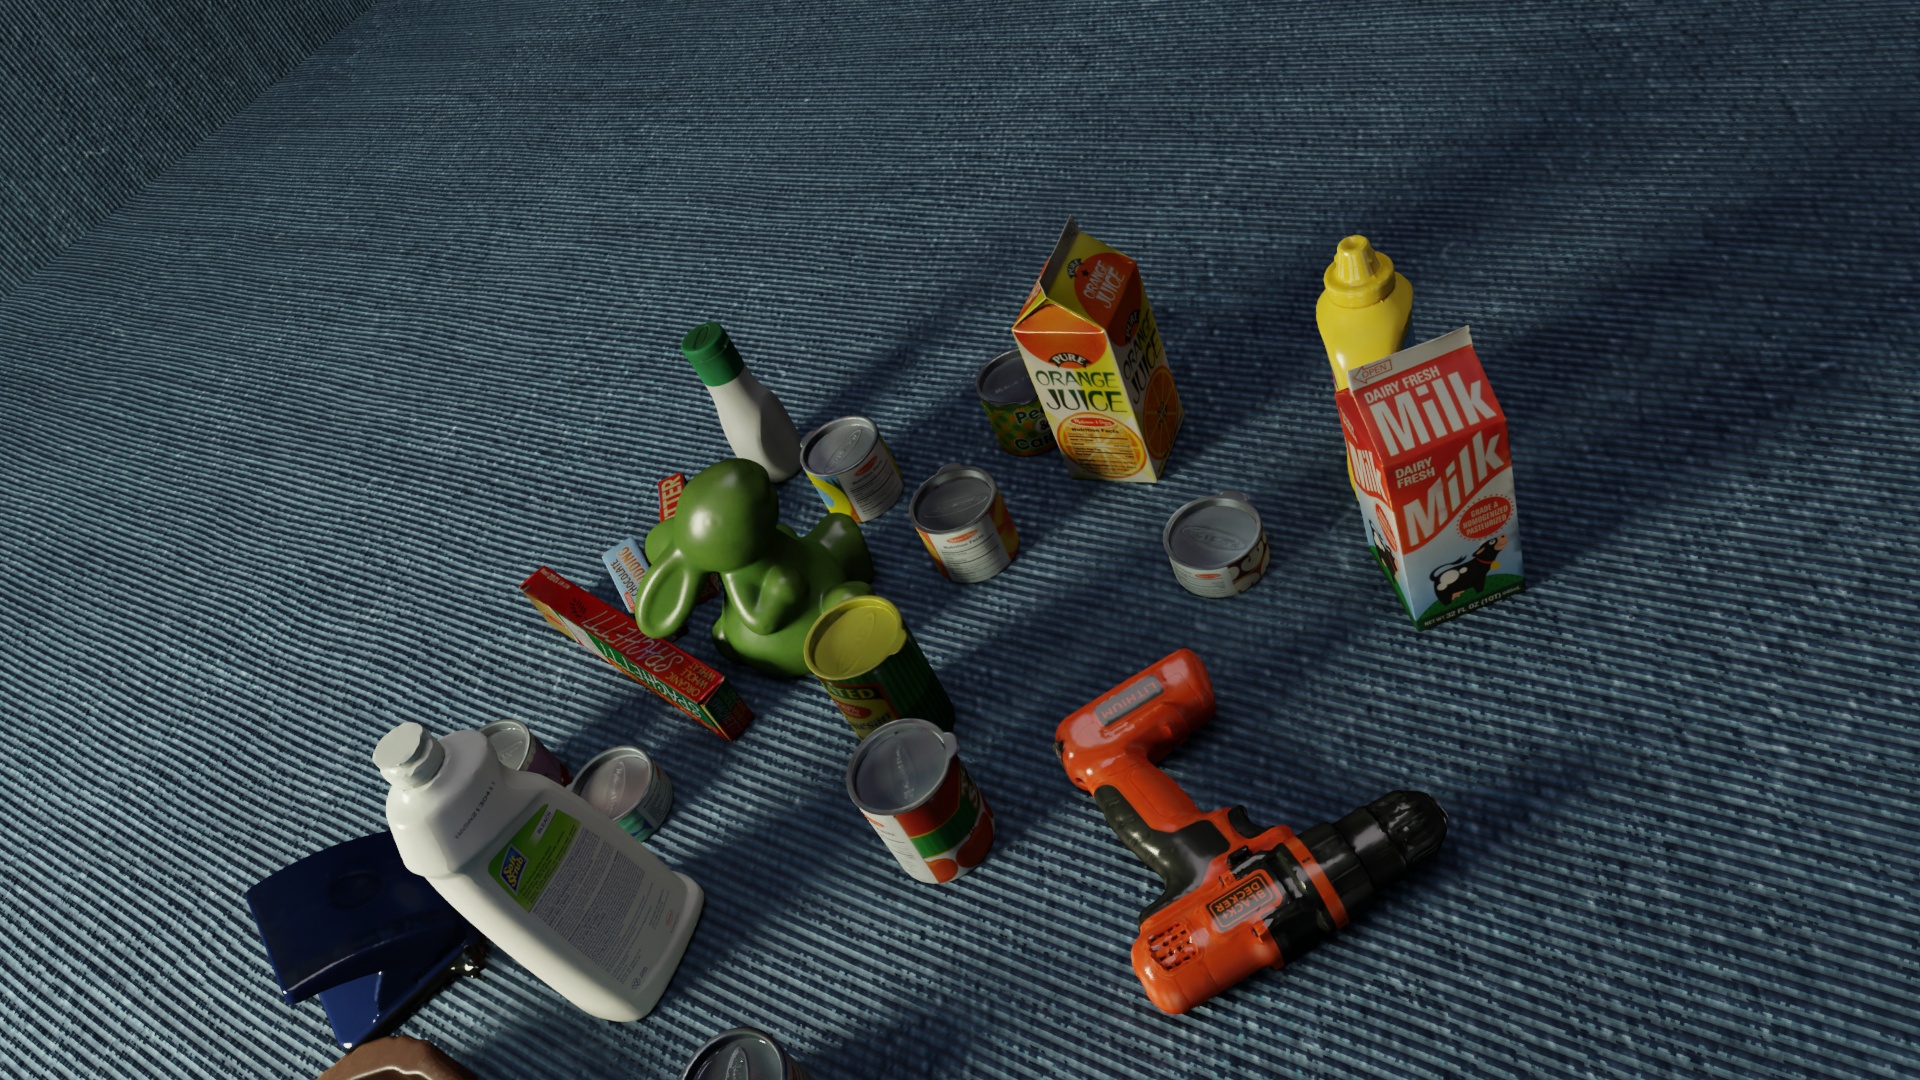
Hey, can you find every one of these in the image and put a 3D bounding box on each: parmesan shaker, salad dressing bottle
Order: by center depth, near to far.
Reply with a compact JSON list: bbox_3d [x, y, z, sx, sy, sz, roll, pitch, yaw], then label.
[{"bbox_3d":[-0.048,0.093,0.897,0.071,0.102,0.072,-14,44,14],"label":"parmesan shaker"},{"bbox_3d":[-0.176,-0.111,1.126,0.044,0.147,0.064,-5,47,22],"label":"salad dressing bottle"}]

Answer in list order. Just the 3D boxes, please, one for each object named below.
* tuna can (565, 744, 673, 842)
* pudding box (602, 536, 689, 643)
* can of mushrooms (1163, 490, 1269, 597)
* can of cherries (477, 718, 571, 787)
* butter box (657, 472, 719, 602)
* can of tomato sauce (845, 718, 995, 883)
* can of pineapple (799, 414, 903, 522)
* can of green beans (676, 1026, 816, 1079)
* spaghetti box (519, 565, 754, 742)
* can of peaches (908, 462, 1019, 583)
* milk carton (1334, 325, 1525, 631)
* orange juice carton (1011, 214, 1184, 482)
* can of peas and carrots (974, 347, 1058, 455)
[{"bbox_3d":[-0.237,0.178,0.958,0.071,0.032,0.071,-14,44,14],"label":"tuna can"},{"bbox_3d":[-0.247,0.040,1.085,0.030,0.049,0.084,-33,43,-7],"label":"pudding box"},{"bbox_3d":[0.173,0.002,0.930,0.071,0.033,0.071,-14,44,14],"label":"can of mushrooms"},{"bbox_3d":[-0.319,0.172,0.985,0.071,0.058,0.072,-14,44,14],"label":"can of cherries"},{"bbox_3d":[-0.218,-0.002,1.110,0.024,0.053,0.104,-23,43,5],"label":"butter box"},{"bbox_3d":[-0.021,0.157,0.837,0.071,0.082,0.071,-14,44,14],"label":"can of tomato sauce"},{"bbox_3d":[-0.086,-0.057,1.095,0.071,0.057,0.071,-14,44,14],"label":"can of pineapple"},{"bbox_3d":[-0.112,0.307,0.753,0.071,0.057,0.071,-14,44,14],"label":"can of green beans"},{"bbox_3d":[-0.248,0.082,1.045,0.250,0.050,0.029,23,62,40],"label":"spaghetti box"},{"bbox_3d":[0.004,-0.013,1.009,0.071,0.057,0.071,-14,44,14],"label":"can of peaches"},{"bbox_3d":[0.272,-0.041,0.808,0.072,0.189,0.074,-22,43,6],"label":"milk carton"},{"bbox_3d":[0.095,-0.132,0.982,0.073,0.191,0.072,4,51,30],"label":"orange juice carton"},{"bbox_3d":[0.052,-0.107,1.076,0.071,0.058,0.071,-14,44,14],"label":"can of peas and carrots"}]
